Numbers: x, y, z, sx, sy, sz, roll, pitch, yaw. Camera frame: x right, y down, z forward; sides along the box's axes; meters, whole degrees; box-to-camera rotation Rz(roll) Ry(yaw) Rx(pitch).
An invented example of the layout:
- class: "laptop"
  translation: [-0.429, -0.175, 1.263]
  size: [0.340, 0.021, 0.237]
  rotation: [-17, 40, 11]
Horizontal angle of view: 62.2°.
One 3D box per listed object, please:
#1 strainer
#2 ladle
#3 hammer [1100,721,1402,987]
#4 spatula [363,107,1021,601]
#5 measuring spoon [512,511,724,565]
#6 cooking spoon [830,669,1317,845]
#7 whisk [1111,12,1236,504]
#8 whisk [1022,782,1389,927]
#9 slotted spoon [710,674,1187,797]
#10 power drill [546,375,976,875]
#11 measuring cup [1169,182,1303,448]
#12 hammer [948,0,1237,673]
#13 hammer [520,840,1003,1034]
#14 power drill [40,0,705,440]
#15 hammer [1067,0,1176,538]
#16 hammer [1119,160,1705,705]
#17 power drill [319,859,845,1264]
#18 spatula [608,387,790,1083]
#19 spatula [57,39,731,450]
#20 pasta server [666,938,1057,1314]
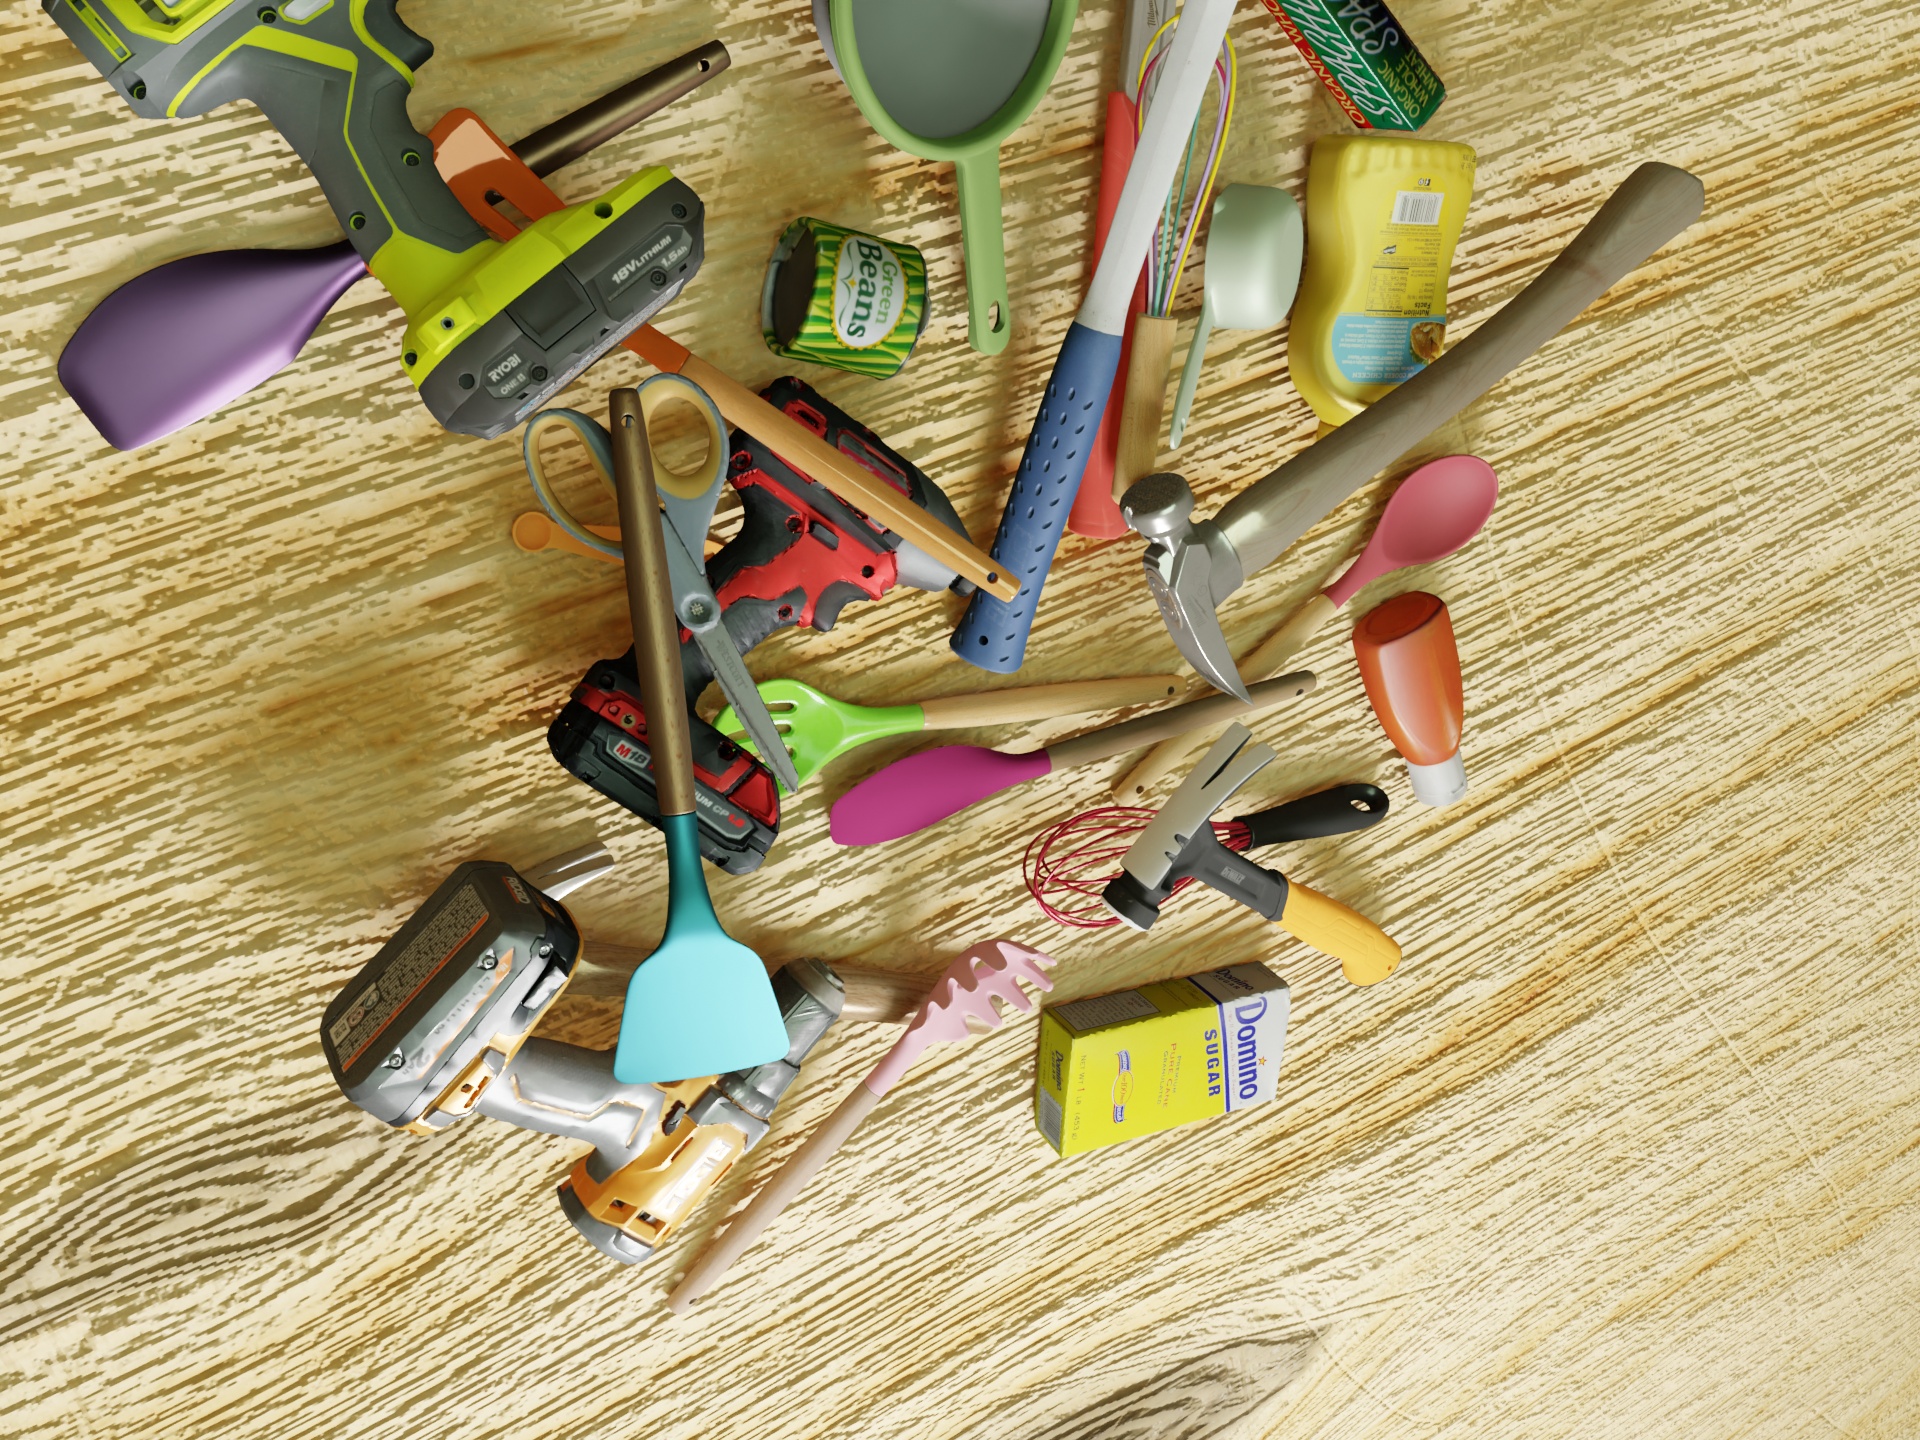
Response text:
- class: "strainer"
  translation: [-0.013, -0.297, 0.754]
  size: [0.151, 0.069, 0.256]
  rotation: [-36, 139, -29]
- class: "ladle"
  translation: [0.213, -0.055, 0.993]
  size: [0.315, 0.031, 0.069]
  rotation: [-42, 121, -5]
- class: "hammer"
  translation: [0.211, 0.109, 1.002]
  size: [0.127, 0.034, 0.336]
  rotation: [-53, 140, 5]
- class: "spatula"
  translation: [-0.105, -0.145, 0.717]
  size: [0.322, 0.041, 0.081]
  rotation: [33, 96, -12]
- class: "measuring spoon"
  translation: [-0.164, -0.086, 0.784]
  size: [0.116, 0.011, 0.021]
  rotation: [6, 102, -34]
- class: "cooking spoon"
  translation: [0.073, 0.016, 0.931]
  size: [0.319, 0.017, 0.068]
  rotation: [-16, 140, -19]
- class: "whisk"
  translation: [0.101, -0.230, 0.812]
  size: [0.047, 0.051, 0.244]
  rotation: [8, 113, 4]
- class: "whisk"
  translation: [0.162, 0.076, 1.002]
  size: [0.295, 0.073, 0.073]
  rotation: [-10, 114, -31]
- class: "slotted spoon"
  translation: [-0.001, -0.003, 0.897]
  size: [0.313, 0.031, 0.070]
  rotation: [-8, 113, -28]
- class: "power drill"
  translation: [-0.090, -0.042, 0.777]
  size: [0.143, 0.078, 0.220]
  rotation: [35, 82, -18]
- class: "measuring cup"
  translation: [0.146, -0.209, 0.836]
  size: [0.083, 0.038, 0.168]
  rotation: [61, 43, -56]
- class: "hammer"
  translation: [0.077, -0.203, 0.787]
  size: [0.144, 0.035, 0.405]
  rotation: [22, 118, 5]
- class: "hammer"
  translation: [-0.116, 0.145, 0.890]
  size: [0.331, 0.031, 0.130]
  rotation: [12, 104, -32]
- class: "power drill"
  translation: [-0.210, -0.240, 0.626]
  size: [0.171, 0.080, 0.223]
  rotation: [-41, 104, -7]
- class: "hammer"
  translation: [0.081, -0.273, 0.825]
  size: [0.149, 0.037, 0.359]
  rotation: [-6, 112, -27]
- class: "hammer"
  translation: [0.272, -0.178, 0.898]
  size: [0.410, 0.038, 0.146]
  rotation: [-38, 125, -12]
- class: "power drill"
  translation: [-0.174, 0.159, 0.798]
  size: [0.185, 0.084, 0.226]
  rotation: [-47, 130, -4]
- class: "spatula"
  translation: [-0.131, 0.014, 0.708]
  size: [0.082, 0.044, 0.317]
  rotation: [-7, 98, -11]
- class: "spatula"
  translation: [-0.235, -0.217, 0.684]
  size: [0.316, 0.018, 0.059]
  rotation: [-34, 120, -12]
- class: "pasta server"
  translation: [-0.065, 0.239, 0.928]
  size: [0.316, 0.040, 0.060]
  rotation: [-48, 141, 8]
